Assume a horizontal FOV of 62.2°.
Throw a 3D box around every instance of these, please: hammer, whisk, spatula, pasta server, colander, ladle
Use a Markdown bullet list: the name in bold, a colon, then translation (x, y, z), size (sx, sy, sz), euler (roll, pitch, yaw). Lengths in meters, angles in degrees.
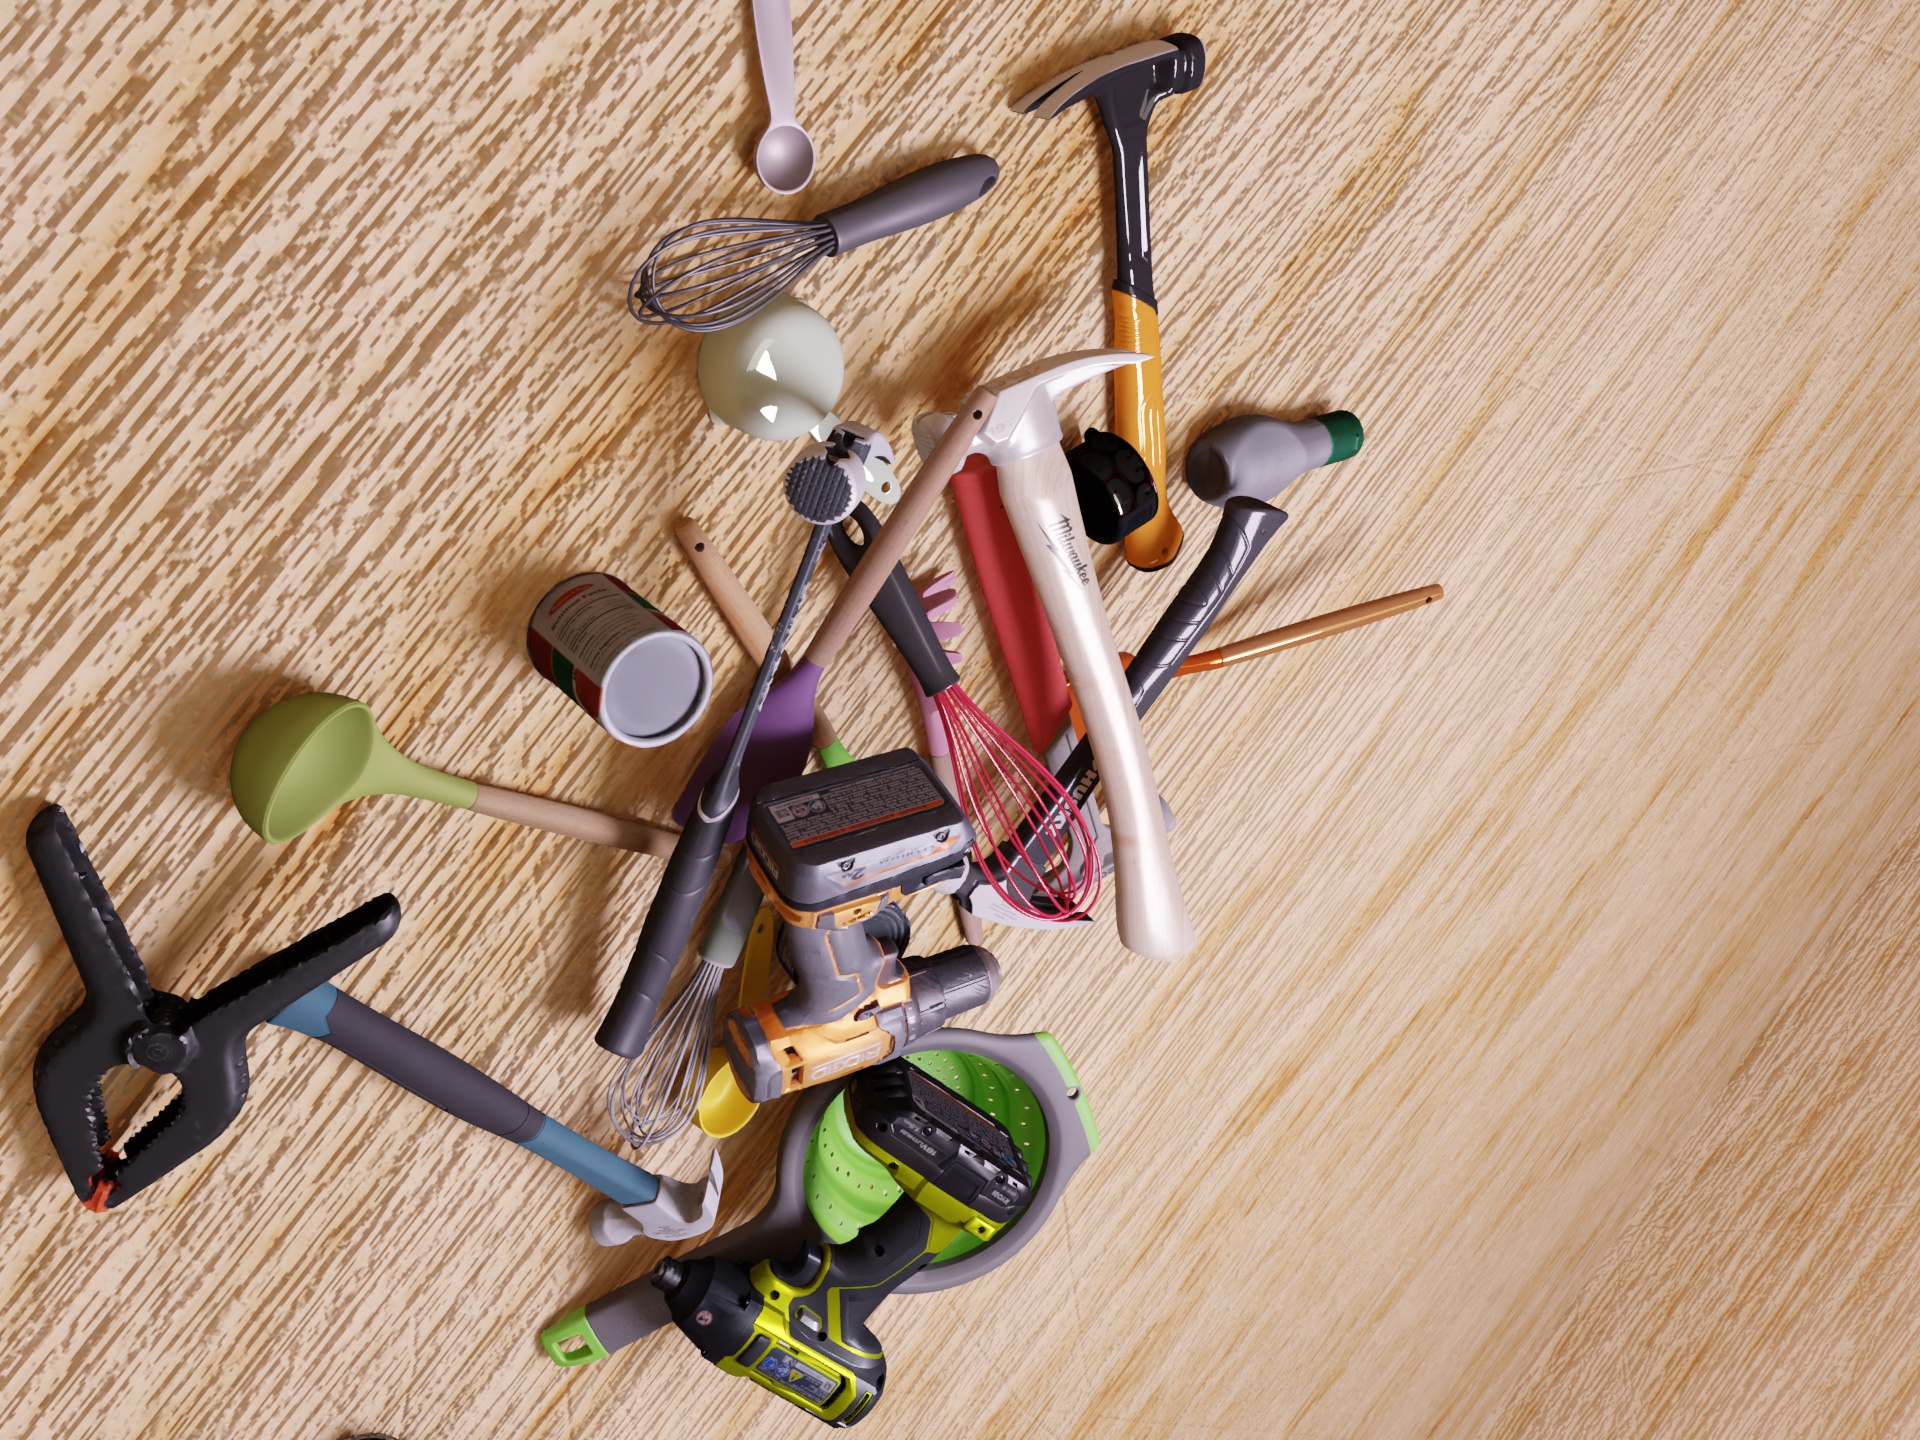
- **hammer**: translation (0.045, -0.019, 1.058), size (0.149, 0.037, 0.358), euler (-28, 129, -10)
- **whisk**: translation (-0.001, -0.003, 0.941), size (0.073, 0.073, 0.295), euler (-34, 103, -22)
- **hammer**: translation (-0.259, 0.227, 0.910), size (0.330, 0.128, 0.033), euler (47, 38, -40)
- **hammer**: translation (0.112, -0.005, 1.059), size (0.146, 0.035, 0.335), euler (30, 96, -41)
- **spatula**: translation (0.215, -0.047, 1.164), size (0.322, 0.041, 0.081), euler (-17, 127, -12)
- **whisk**: translation (-0.155, 0.154, 0.986), size (0.057, 0.059, 0.246), euler (22, 95, -19)
- **pasta server**: translation (-0.002, 0.039, 1.058), size (0.040, 0.060, 0.316), euler (-8, 129, 1)
- **hammer**: translation (0.095, -0.025, 0.995), size (0.146, 0.038, 0.410), euler (-26, 117, -15)
- **colander**: translation (-0.105, 0.324, 1.107), size (0.397, 0.095, 0.204), euler (-26, 111, -6)
- **whisk**: translation (-0.069, -0.254, 0.820), size (0.239, 0.055, 0.055), euler (-32, 132, -30)
- **hammer**: translation (0.105, -0.238, 0.991), size (0.127, 0.034, 0.336), euler (-30, 131, -27)
- **hammer**: translation (-0.126, 0.023, 0.868), size (0.149, 0.036, 0.408), euler (-69, -176, -67)
- **spatula**: translation (-0.068, -0.054, 0.906), size (0.059, 0.018, 0.316), euler (25, 110, -24)
- **ladle**: translation (-0.234, 0.052, 0.846), size (0.319, 0.062, 0.078), euler (22, 101, -49)

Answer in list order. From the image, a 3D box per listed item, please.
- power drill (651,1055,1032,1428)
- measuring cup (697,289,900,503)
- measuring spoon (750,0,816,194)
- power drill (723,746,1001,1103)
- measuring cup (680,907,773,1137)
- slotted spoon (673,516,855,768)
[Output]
- **power drill**: translation (-0.076, 0.335, 1.027), size (0.171, 0.080, 0.223), euler (37, 97, -18)
- **measuring cup**: translation (-0.073, -0.164, 0.871), size (0.083, 0.038, 0.167), euler (-53, 135, -4)
- **measuring spoon**: translation (-0.094, -0.323, 0.781), size (0.034, 0.018, 0.124), euler (-19, 119, -31)
- **power drill**: translation (-0.048, 0.126, 0.962), size (0.185, 0.084, 0.226), euler (-15, 135, -26)
- **measuring cup**: translation (-0.148, 0.193, 1.034), size (0.062, 0.029, 0.156), euler (2, 102, -52)
- **slotted spoon**: translation (-0.094, -0.004, 0.959), size (0.070, 0.031, 0.313), euler (-38, 133, -10)
